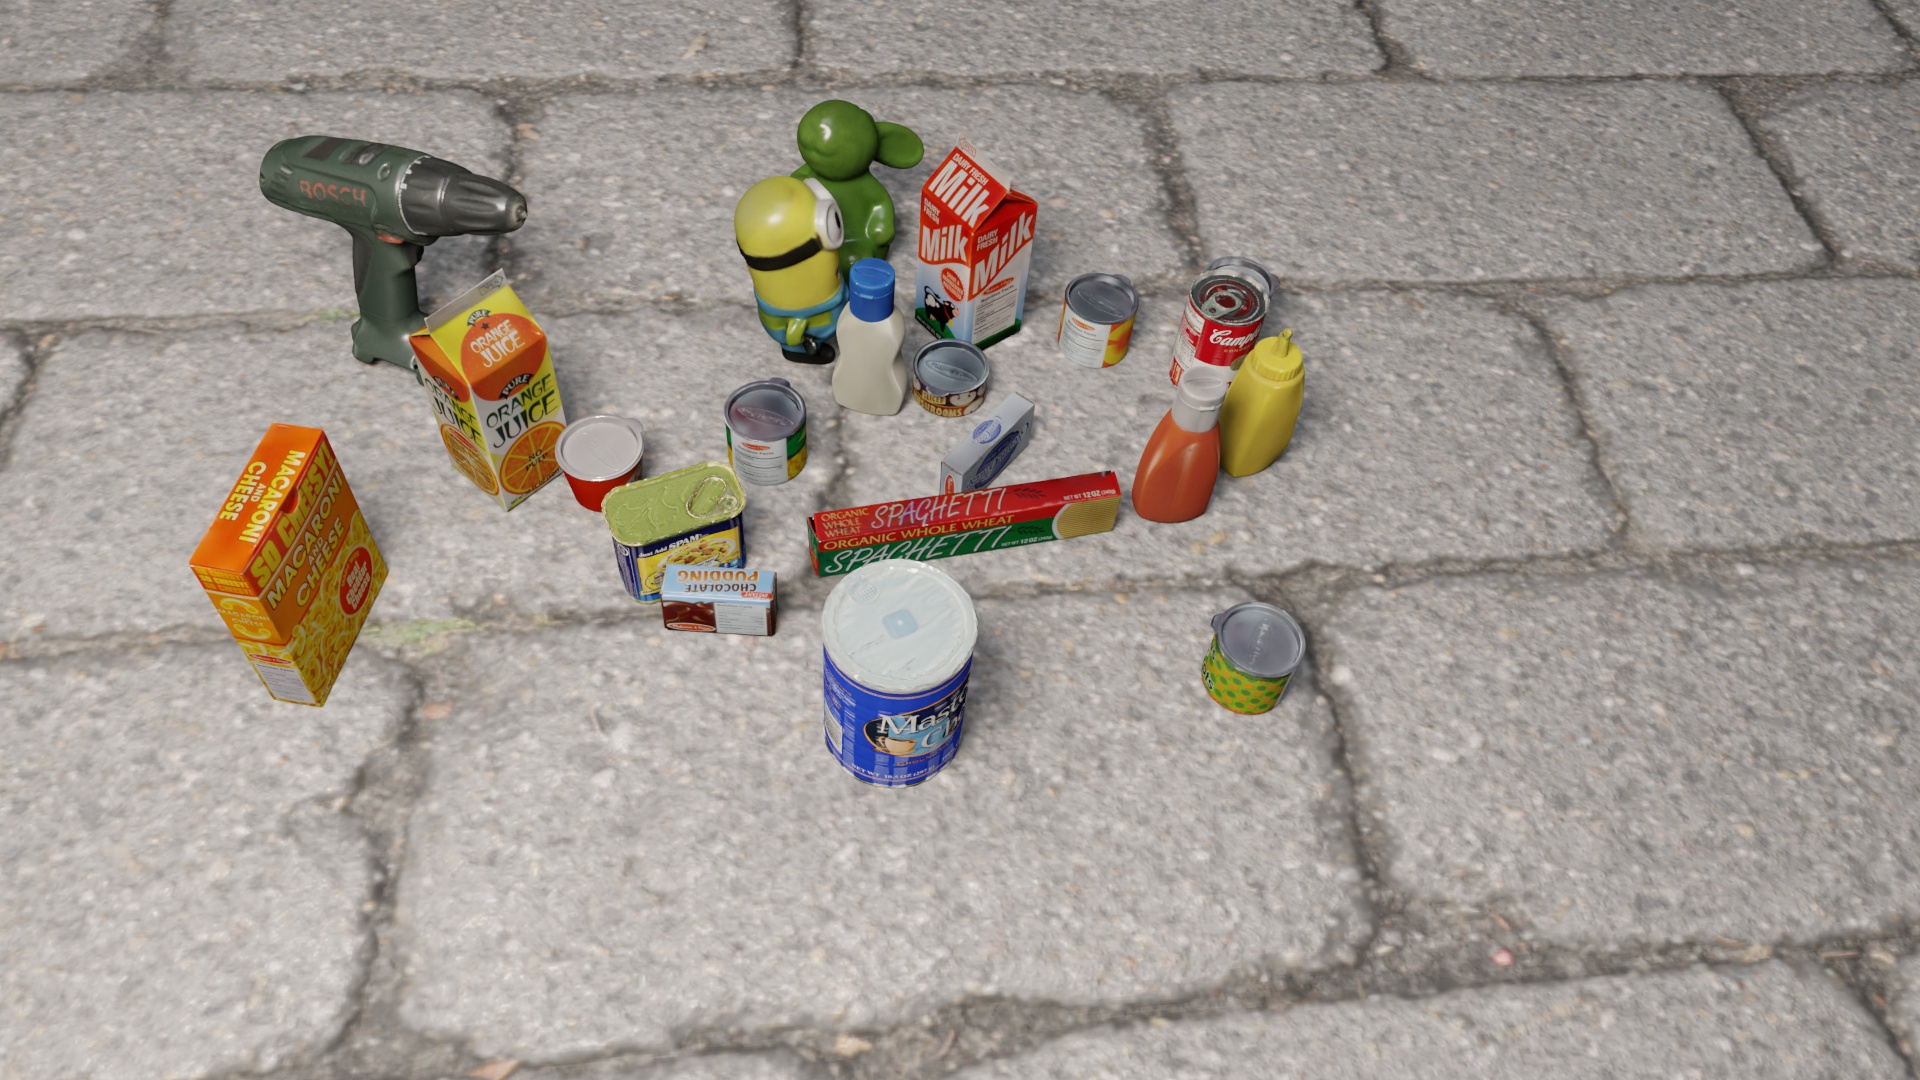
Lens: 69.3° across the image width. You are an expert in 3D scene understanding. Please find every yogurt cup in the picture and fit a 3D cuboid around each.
[{"bbox_3d":[-0.285,-0.059,1.107,0.072,0.053,0.073,3,53,-3],"label":"yogurt cup"}]

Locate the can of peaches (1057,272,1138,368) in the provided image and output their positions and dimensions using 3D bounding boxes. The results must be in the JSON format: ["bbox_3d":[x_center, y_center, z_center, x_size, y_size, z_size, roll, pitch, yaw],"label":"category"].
[{"bbox_3d":[0.124,-0.199,1.249,0.071,0.057,0.071,3,53,-3],"label":"can of peaches"}]

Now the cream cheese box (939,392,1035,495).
[{"bbox_3d":[0.021,-0.072,1.146,0.024,0.053,0.104,32,57,18],"label":"cream cheese box"}]

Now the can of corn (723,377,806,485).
[{"bbox_3d":[-0.158,-0.089,1.139,0.071,0.058,0.071,3,53,-3],"label":"can of corn"}]

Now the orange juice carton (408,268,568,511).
[{"bbox_3d":[-0.358,-0.118,1.058,0.073,0.191,0.072,35,58,20],"label":"orange juice carton"}]

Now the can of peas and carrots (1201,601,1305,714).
[{"bbox_3d":[0.216,0.088,1.039,0.071,0.058,0.071,3,53,-3],"label":"can of peas and carrots"}]

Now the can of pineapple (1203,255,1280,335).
[{"bbox_3d":[0.251,-0.217,1.275,0.071,0.057,0.071,3,53,-3],"label":"can of pineapple"}]

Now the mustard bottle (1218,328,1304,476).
[{"bbox_3d":[0.249,-0.119,1.136,0.065,0.159,0.049,-23,58,-21],"label":"mustard bottle"}]

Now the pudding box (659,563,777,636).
[{"bbox_3d":[-0.180,0.045,1.041,0.084,0.049,0.030,4,53,-3],"label":"pudding box"}]

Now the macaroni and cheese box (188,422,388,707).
[{"bbox_3d":[-0.458,0.019,0.961,0.040,0.165,0.124,9,53,1],"label":"macaroni and cheese box"}]

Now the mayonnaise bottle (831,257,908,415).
[{"bbox_3d":[-0.074,-0.167,1.150,0.065,0.147,0.041,12,53,4],"label":"mayonnaise bottle"}]

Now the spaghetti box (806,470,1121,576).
[{"bbox_3d":[0.004,-0.014,1.102,0.250,0.050,0.029,-9,54,-12],"label":"spaghetti box"}]

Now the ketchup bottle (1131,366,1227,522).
[{"bbox_3d":[0.178,-0.074,1.103,0.065,0.148,0.044,-4,54,-8],"label":"ketchup bottle"}]

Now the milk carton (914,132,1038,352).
[{"bbox_3d":[0.013,-0.255,1.198,0.074,0.189,0.072,-30,61,-25],"label":"milk carton"}]

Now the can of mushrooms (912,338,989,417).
[{"bbox_3d":[-0.010,-0.140,1.207,0.071,0.033,0.071,3,53,-3],"label":"can of mushrooms"}]
